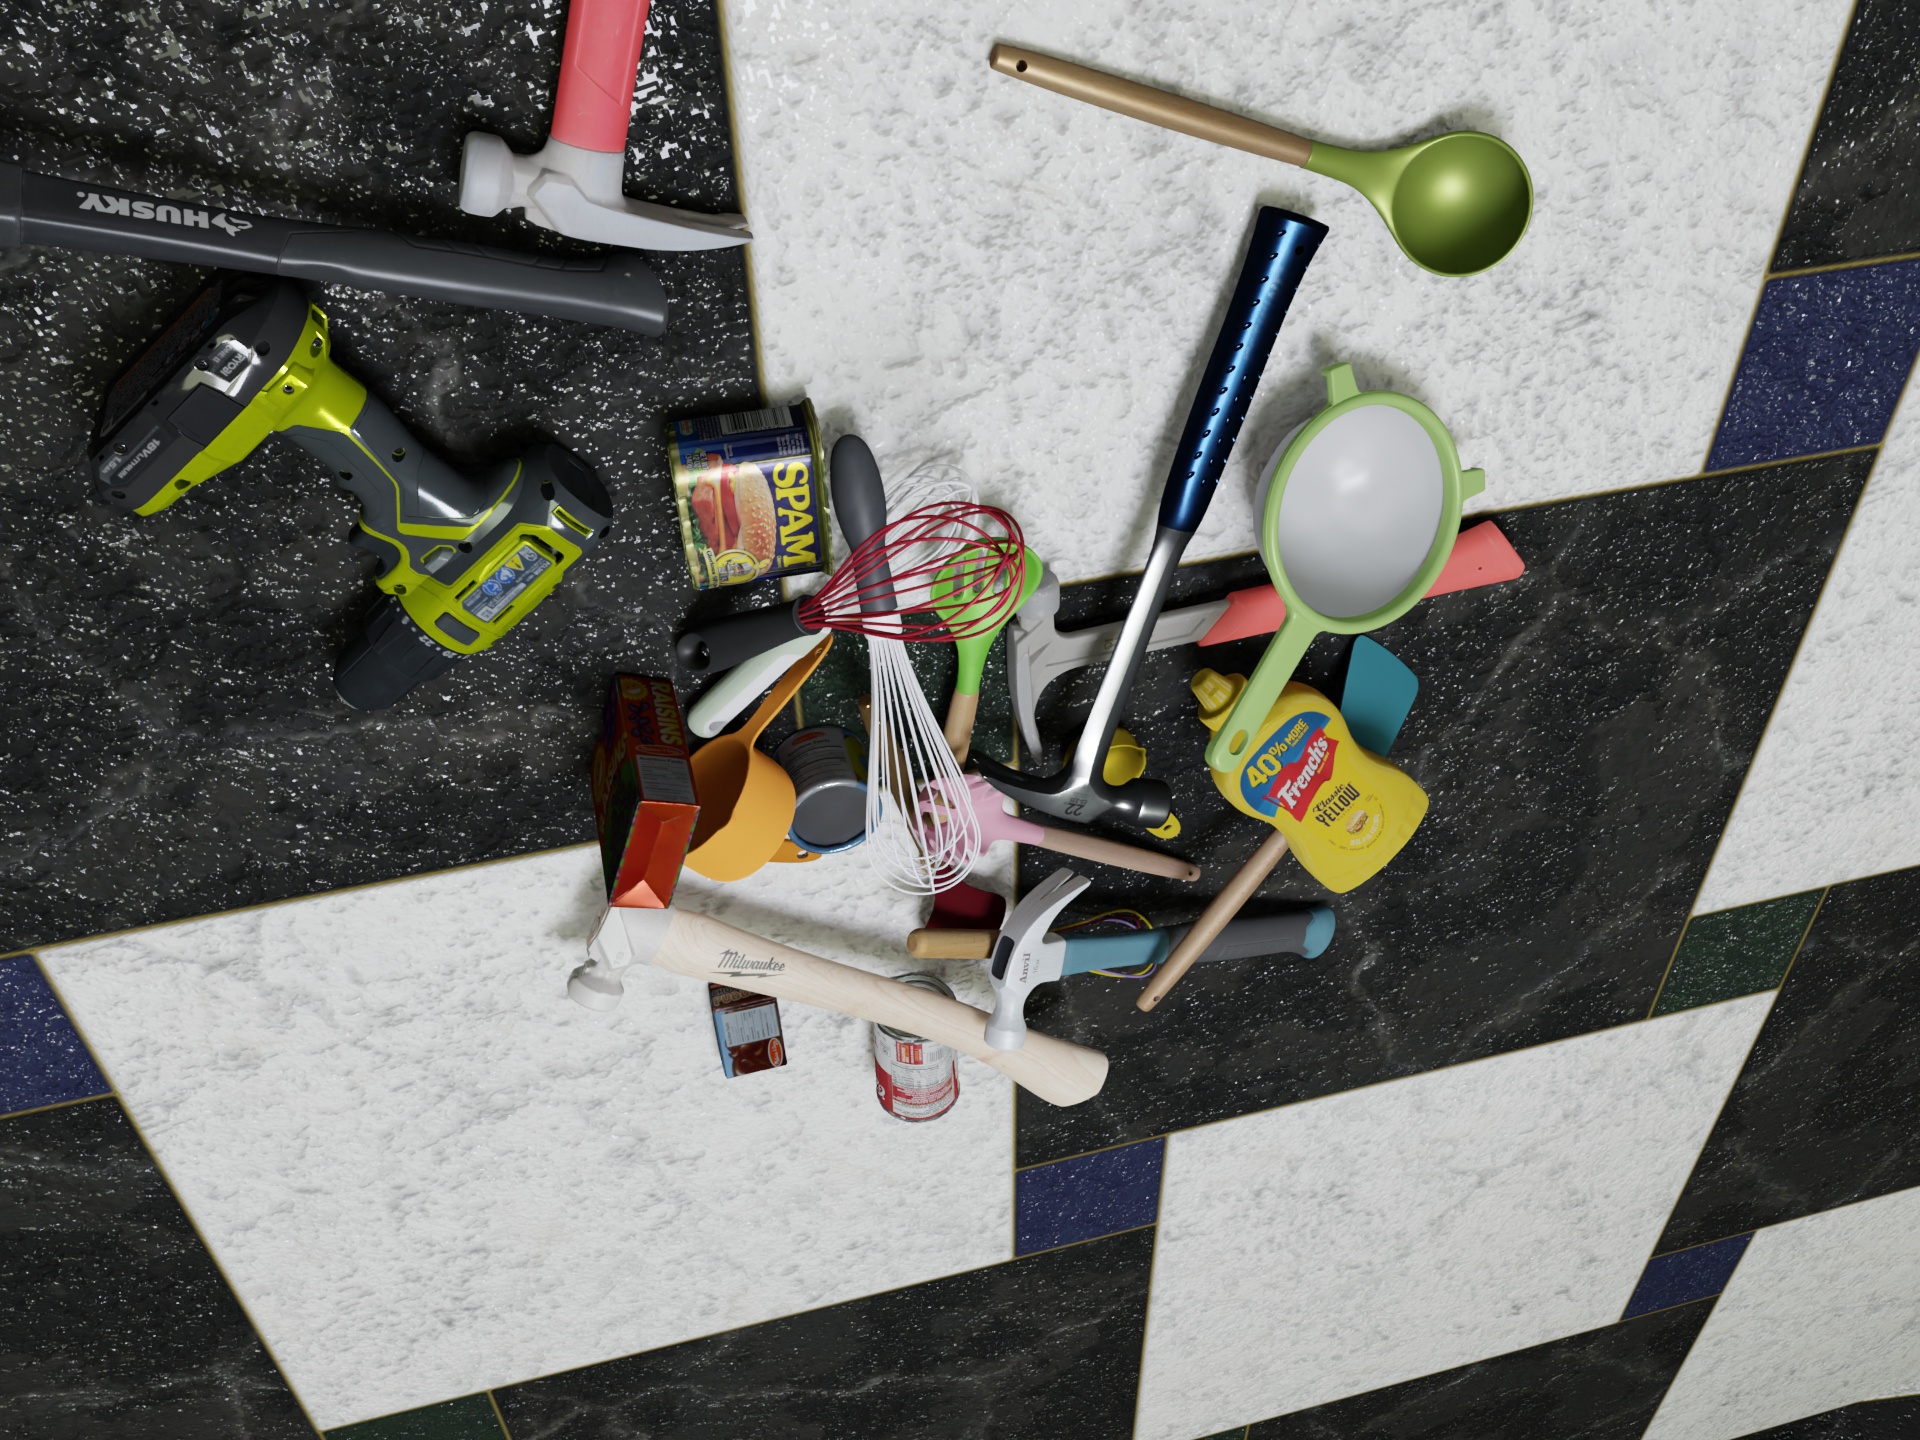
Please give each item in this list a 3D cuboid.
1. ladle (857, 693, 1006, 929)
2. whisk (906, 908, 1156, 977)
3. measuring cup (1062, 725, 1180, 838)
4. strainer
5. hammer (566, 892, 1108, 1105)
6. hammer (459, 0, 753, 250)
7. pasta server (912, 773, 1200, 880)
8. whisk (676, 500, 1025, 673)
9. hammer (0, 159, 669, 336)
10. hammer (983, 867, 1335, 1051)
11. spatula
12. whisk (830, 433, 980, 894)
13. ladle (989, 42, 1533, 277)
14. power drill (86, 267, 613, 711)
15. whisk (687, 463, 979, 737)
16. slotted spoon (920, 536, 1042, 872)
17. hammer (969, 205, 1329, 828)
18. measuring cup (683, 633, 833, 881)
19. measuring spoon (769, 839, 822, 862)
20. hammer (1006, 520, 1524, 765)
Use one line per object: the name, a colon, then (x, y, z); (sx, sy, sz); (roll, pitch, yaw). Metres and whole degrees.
ladle: (-0.022, 0.082, 1.099); (0.069, 0.031, 0.315); (-27, 140, -5)
whisk: (0.060, 0.165, 1.193); (0.244, 0.051, 0.047); (7, 102, -39)
measuring cup: (0.123, 0.048, 1.160); (0.062, 0.029, 0.156); (-35, 143, 11)
strainer: (0.212, -0.088, 1.004); (0.151, 0.069, 0.256); (27, 95, -31)
hammer: (-0.062, 0.190, 1.141); (0.410, 0.038, 0.146); (23, 99, -24)
hammer: (-0.123, -0.394, 0.688); (0.143, 0.038, 0.386); (4, 127, -23)
pasta server: (0.077, 0.087, 1.127); (0.316, 0.040, 0.060); (17, 91, -43)
whisk: (-0.072, -0.061, 0.881); (0.073, 0.073, 0.296); (30, 152, -36)
hammer: (-0.298, -0.213, 0.735); (0.334, 0.146, 0.035); (1, 149, -30)
hammer: (0.163, 0.173, 1.220); (0.330, 0.033, 0.128); (0, 103, -34)
spatula: (0.226, 0.085, 1.163); (0.082, 0.044, 0.317); (30, 103, -36)
whisk: (-0.042, -0.027, 0.935); (0.070, 0.070, 0.284); (-13, 108, -8)
ladle: (0.167, -0.307, 0.849); (0.320, 0.062, 0.078); (8, 118, -21)
power drill: (-0.325, -0.110, 0.834); (0.190, 0.080, 0.228); (-38, 133, 14)
whisk: (-0.082, -0.067, 0.974); (0.246, 0.059, 0.057); (-40, 157, 21)
slotted spoon: (-0.002, -0.003, 1.053); (0.070, 0.031, 0.313); (-5, 136, -16)
hammer: (0.124, -0.110, 0.975); (0.144, 0.035, 0.405); (8, 118, -21)
measuring cup: (-0.121, 0.026, 1.013); (0.052, 0.095, 0.173); (40, 86, -35)
measuring spoon: (-0.151, 0.092, 1.105); (0.117, 0.011, 0.021); (5, 127, -22)
hammer: (0.207, -0.068, 1.076); (0.359, 0.037, 0.149); (-12, 132, -8)
